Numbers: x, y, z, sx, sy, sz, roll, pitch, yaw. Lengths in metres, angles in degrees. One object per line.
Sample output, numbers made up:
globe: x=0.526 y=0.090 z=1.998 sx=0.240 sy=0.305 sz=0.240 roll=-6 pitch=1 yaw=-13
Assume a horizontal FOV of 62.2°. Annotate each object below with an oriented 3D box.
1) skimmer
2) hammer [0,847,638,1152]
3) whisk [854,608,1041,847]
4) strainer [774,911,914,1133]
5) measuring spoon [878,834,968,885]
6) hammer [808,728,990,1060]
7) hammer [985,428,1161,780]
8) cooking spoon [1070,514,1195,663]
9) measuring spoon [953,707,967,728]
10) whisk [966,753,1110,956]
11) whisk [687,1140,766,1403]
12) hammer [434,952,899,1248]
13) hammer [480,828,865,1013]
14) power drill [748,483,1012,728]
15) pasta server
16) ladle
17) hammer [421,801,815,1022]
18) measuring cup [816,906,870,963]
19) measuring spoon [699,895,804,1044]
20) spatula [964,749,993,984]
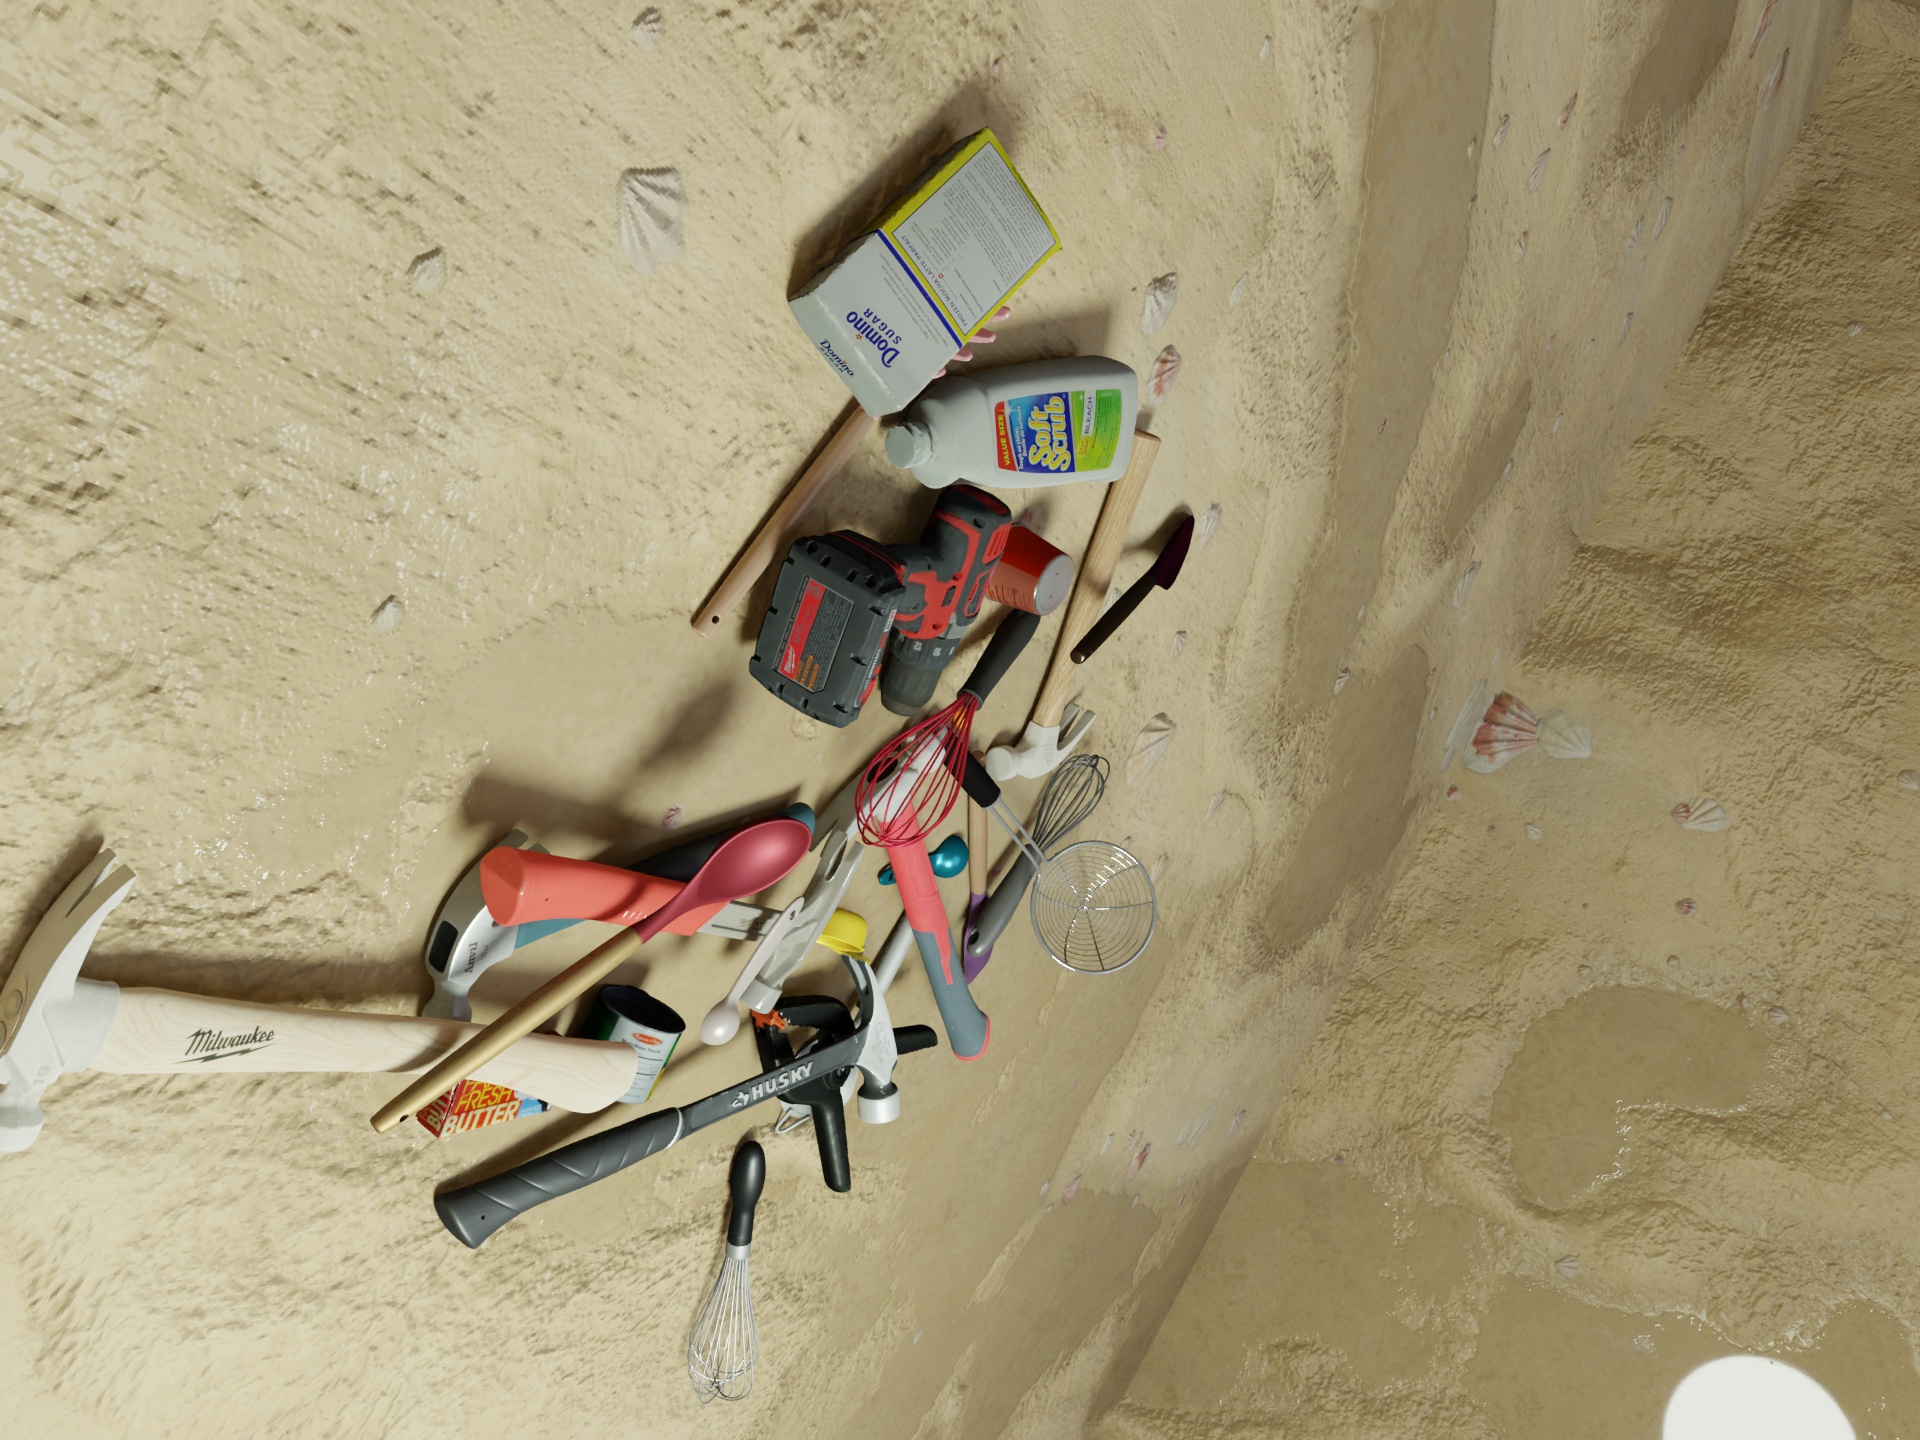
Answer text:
skimmer: x=0.072 y=0.110 z=1.429 sx=0.127 sy=0.090 sz=0.362 roll=-52 pitch=139 yaw=-12
hammer: x=-0.329 y=0.175 z=0.901 sx=0.410 sy=0.038 sz=0.146 roll=25 pitch=93 yaw=-55
whisk: x=-0.002 y=-0.004 z=1.272 sx=0.073 sy=0.073 sz=0.296 roll=87 pitch=28 yaw=-44
strainer: x=-0.087 y=0.263 z=1.425 sx=0.086 sy=0.050 sz=0.258 roll=36 pitch=79 yaw=-47
measuring spoon: x=-0.029 y=0.133 z=1.419 sx=0.128 sy=0.021 sz=0.042 roll=-12 pitch=125 yaw=-56
hammer: x=-0.037 y=0.187 z=1.389 sx=0.143 sy=0.038 sz=0.385 roll=-45 pitch=140 yaw=-29
hammer: x=0.114 y=-0.101 z=1.439 sx=0.130 sy=0.031 sz=0.331 roll=-8 pitch=122 yaw=-56
cooking spoon: x=0.163 y=-0.119 z=1.455 sx=0.319 sy=0.017 sz=0.068 roll=-45 pitch=149 yaw=-54
measuring spoon: x=0.029 y=-0.041 z=1.372 sx=0.117 sy=0.011 sz=0.021 roll=-57 pitch=152 yaw=-9
whisk: x=0.075 y=0.129 z=1.546 sx=0.239 sy=0.055 sz=0.055 roll=-57 pitch=152 yaw=-17
whisk: x=-0.201 y=0.496 z=1.423 sx=0.070 sy=0.070 sz=0.284 roll=-18 pitch=125 yaw=-52
hammer: x=-0.204 y=0.297 z=1.207 sx=0.409 sy=0.036 sz=0.149 roll=-14 pitch=105 yaw=-44
hammer: x=-0.185 y=0.117 z=1.064 sx=0.149 sy=0.037 sz=0.358 roll=-60 pitch=153 yaw=0
power drill: x=-0.053 y=-0.066 z=1.135 sx=0.227 sy=0.080 sz=0.187 roll=-31 pitch=147 yaw=-59
pasta server: x=-0.075 y=-0.181 z=1.051 sx=0.060 sy=0.040 sz=0.316 roll=42 pitch=78 yaw=-31
ladle: x=-0.218 y=0.148 z=0.970 sx=0.315 sy=0.031 sz=0.069 roll=-36 pitch=147 yaw=-30
hammer: x=-0.217 y=0.110 z=1.081 sx=0.331 sy=0.033 sz=0.128 roll=-17 pitch=130 yaw=-53
measuring cup: x=-0.095 y=0.181 z=1.338 sx=0.156 sy=0.062 sz=0.029 roll=60 pitch=43 yaw=-71
measuring spoon: x=-0.144 y=0.181 z=1.140 sx=0.124 sy=0.018 sz=0.034 roll=-57 pitch=153 yaw=-9
spatula: x=0.018 y=0.142 z=1.510 sx=0.060 sy=0.018 sz=0.315 roll=-46 pitch=149 yaw=-35
